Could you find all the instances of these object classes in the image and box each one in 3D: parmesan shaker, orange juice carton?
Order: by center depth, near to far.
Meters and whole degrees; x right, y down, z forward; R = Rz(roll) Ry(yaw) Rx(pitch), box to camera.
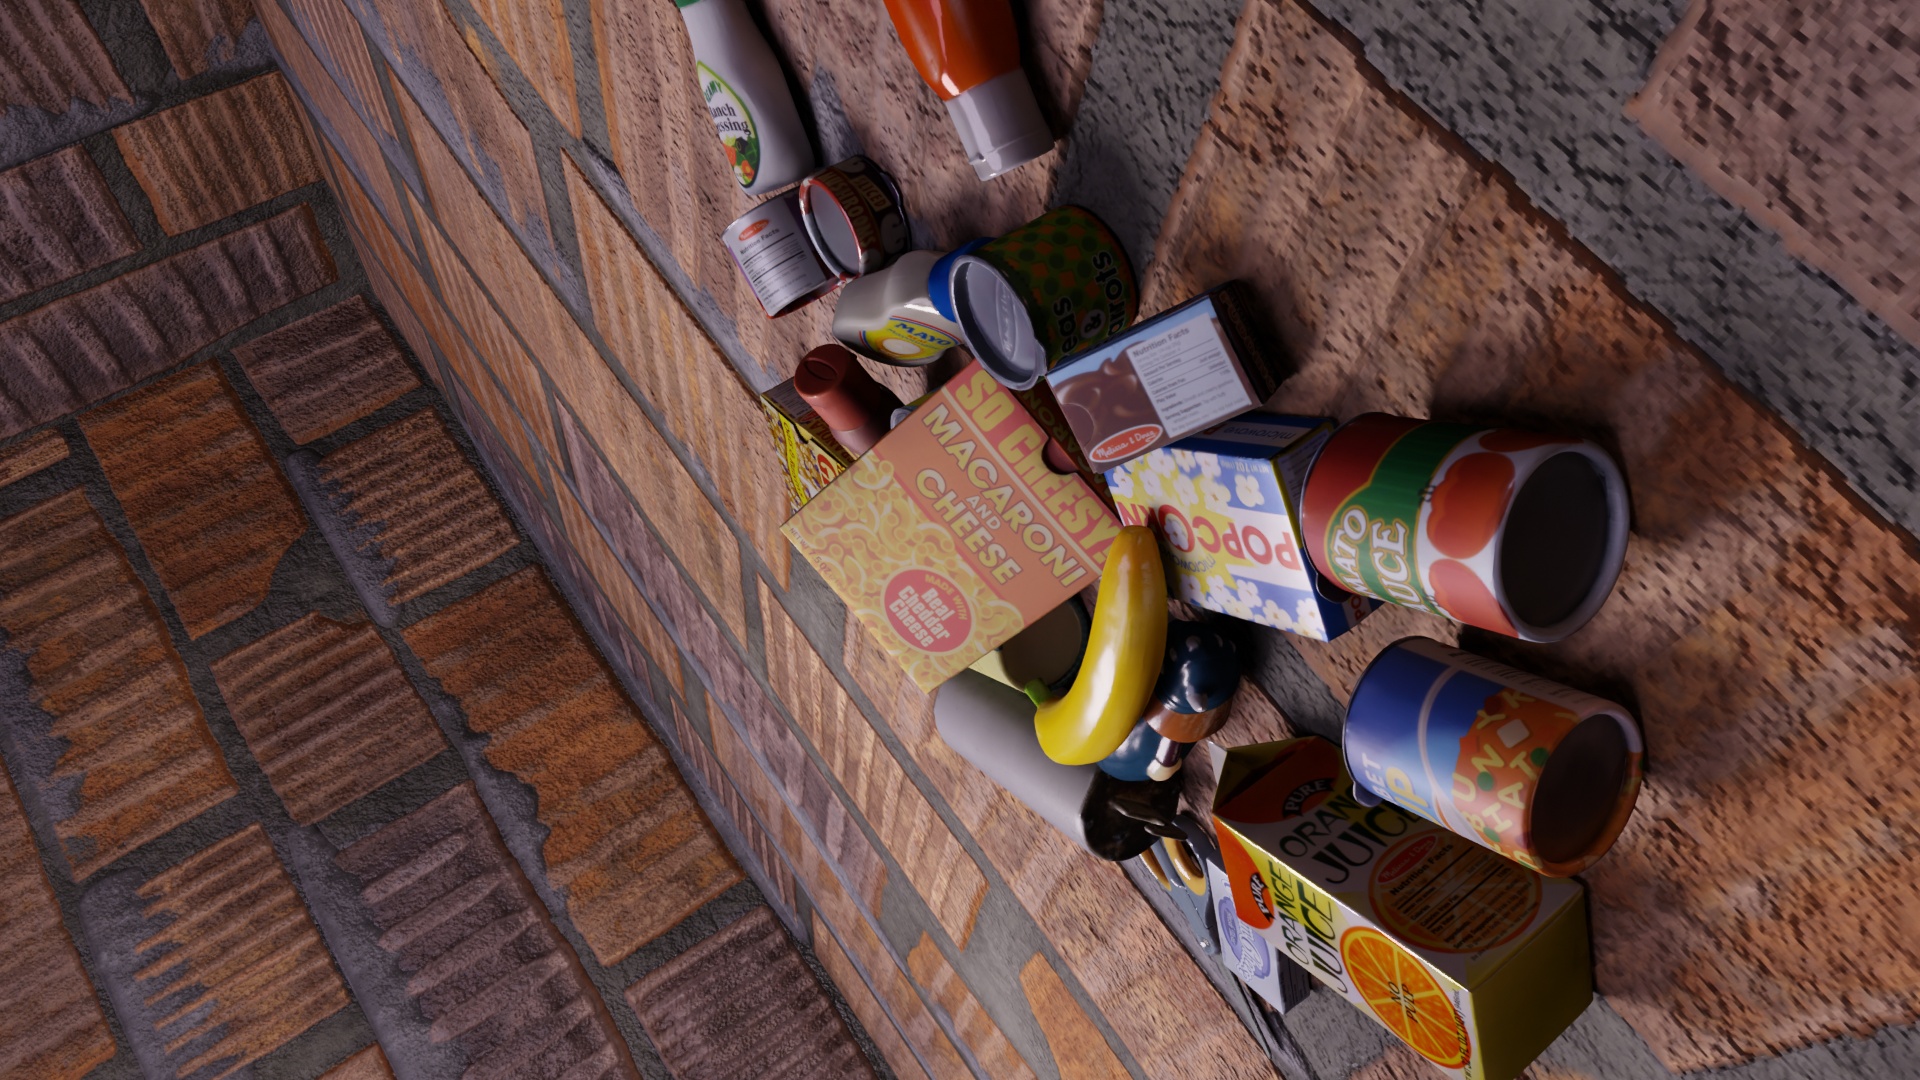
[{"bbox_3d":[0.183,0.156,0.636,0.193,0.073,0.071,29,144,53],"label":"orange juice carton"},{"bbox_3d":[0.027,0.053,0.859,0.103,0.071,0.071,16,133,59],"label":"parmesan shaker"}]

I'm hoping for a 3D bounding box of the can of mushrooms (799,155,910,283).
[{"bbox_3d":[-0.060,-0.181,0.783,0.071,0.033,0.070,47,156,29],"label":"can of mushrooms"}]

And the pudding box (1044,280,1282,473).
[{"bbox_3d":[0.082,-0.066,0.569,0.083,0.030,0.049,-23,100,35],"label":"pudding box"}]

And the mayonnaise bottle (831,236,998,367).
[{"bbox_3d":[-0.016,-0.124,0.726,0.065,0.041,0.148,18,170,-23],"label":"mayonnaise bottle"}]

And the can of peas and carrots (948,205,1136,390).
[{"bbox_3d":[0.038,-0.109,0.625,0.071,0.059,0.070,46,155,29],"label":"can of peas and carrots"}]

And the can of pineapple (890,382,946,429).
[{"bbox_3d":[0.004,-0.057,0.771,0.071,0.058,0.070,46,156,29],"label":"can of pineapple"}]

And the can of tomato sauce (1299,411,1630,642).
[{"bbox_3d":[0.166,-0.005,0.464,0.083,0.071,0.071,18,135,59],"label":"can of tomato sauce"}]

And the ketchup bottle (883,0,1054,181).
[{"bbox_3d":[-0.006,-0.228,0.586,0.064,0.044,0.148,9,127,64],"label":"ketchup bottle"}]

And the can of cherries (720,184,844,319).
[{"bbox_3d":[-0.101,-0.175,0.842,0.058,0.072,0.071,60,159,-4],"label":"can of cherries"}]

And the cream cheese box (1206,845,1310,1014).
[{"bbox_3d":[0.175,0.226,0.814,0.053,0.024,0.103,33,147,46],"label":"cream cheese box"}]

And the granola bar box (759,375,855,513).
[{"bbox_3d":[-0.087,-0.027,1.039,0.124,0.039,0.164,40,152,40],"label":"granola bar box"}]

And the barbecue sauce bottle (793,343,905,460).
[{"bbox_3d":[-0.046,-0.061,0.822,0.065,0.044,0.148,32,170,38],"label":"barbecue sauce bottle"}]

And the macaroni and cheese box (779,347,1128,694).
[{"bbox_3d":[0.003,-0.009,0.718,0.123,0.040,0.165,49,125,-5],"label":"macaroni and cheese box"}]

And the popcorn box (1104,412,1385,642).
[{"bbox_3d":[0.119,-0.011,0.604,0.127,0.038,0.085,16,133,61],"label":"popcorn box"}]

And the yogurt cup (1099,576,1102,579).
[{"bbox_3d":[0.040,0.003,0.778,0.072,0.054,0.072,47,156,30],"label":"yogurt cup"}]

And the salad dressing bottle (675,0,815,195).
[{"bbox_3d":[-0.131,-0.276,0.799,0.064,0.044,0.147,20,136,56],"label":"salad dressing bottle"}]

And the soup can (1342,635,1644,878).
[{"bbox_3d":[0.194,0.081,0.514,0.084,0.071,0.071,22,138,57],"label":"soup can"}]
